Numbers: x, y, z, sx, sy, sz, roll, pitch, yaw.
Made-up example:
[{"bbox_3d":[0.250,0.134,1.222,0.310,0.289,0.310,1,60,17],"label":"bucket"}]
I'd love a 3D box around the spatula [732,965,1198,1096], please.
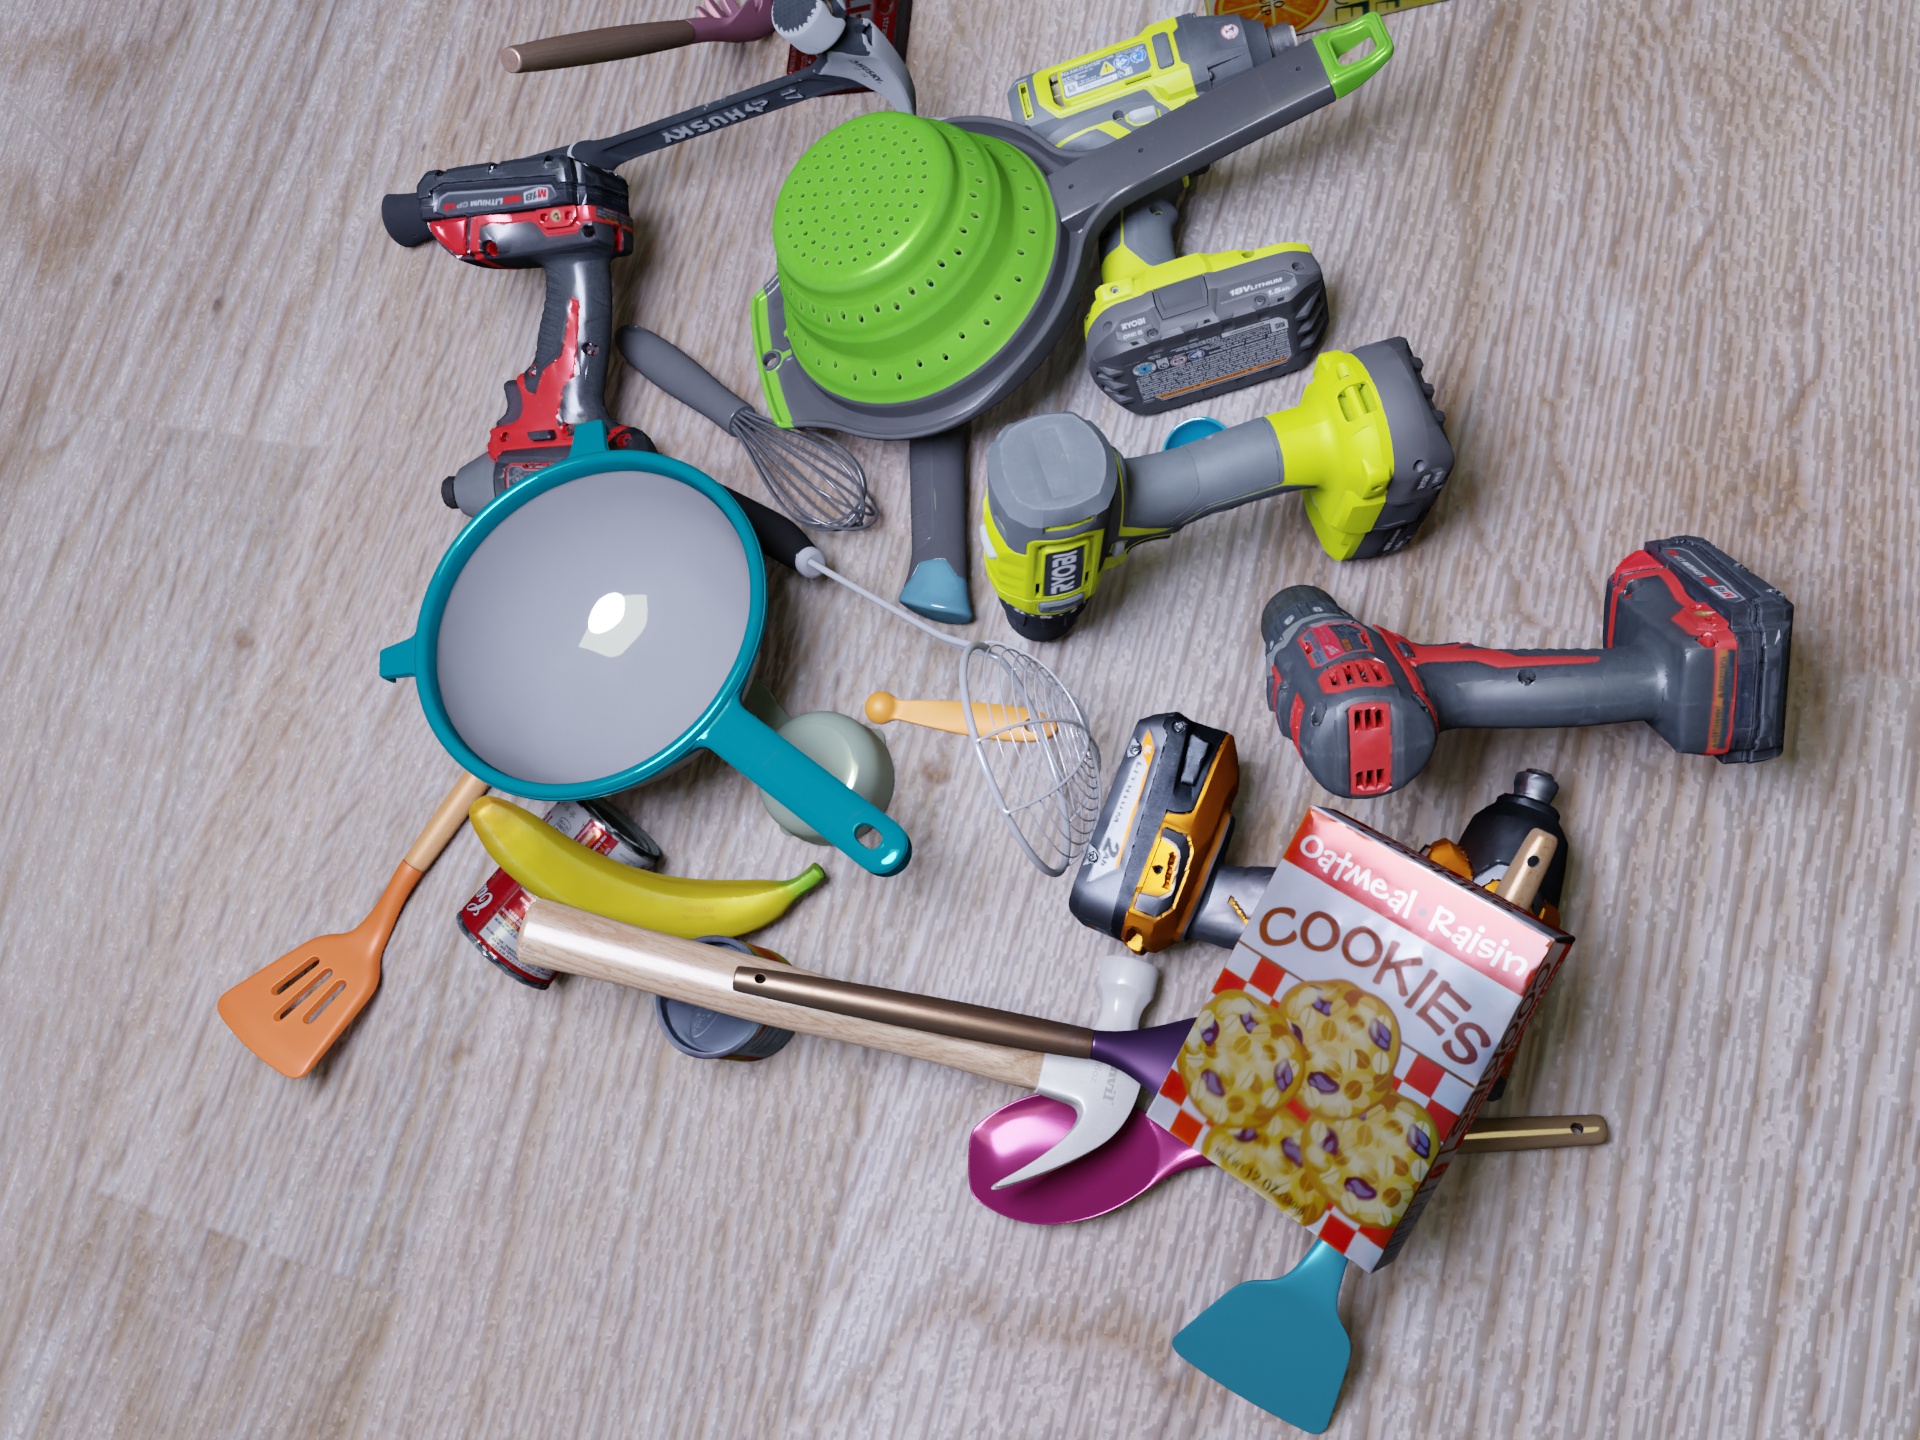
[{"bbox_3d":[0.040,0.161,0.800,0.316,0.018,0.060,11,64,2],"label":"spatula"}]

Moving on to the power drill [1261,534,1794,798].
[{"bbox_3d":[0.261,-0.033,0.784,0.226,0.188,0.080,-7,113,3],"label":"power drill"}]

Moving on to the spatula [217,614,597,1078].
[{"bbox_3d":[-0.324,0.067,0.970,0.081,0.041,0.322,33,85,22],"label":"spatula"}]

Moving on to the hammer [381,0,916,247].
[{"bbox_3d":[-0.213,-0.360,1.004,0.409,0.149,0.036,-6,81,30],"label":"hammer"}]

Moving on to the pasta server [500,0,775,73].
[{"bbox_3d":[-0.182,-0.420,0.958,0.060,0.316,0.040,-7,113,26],"label":"pasta server"}]

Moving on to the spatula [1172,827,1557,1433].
[{"bbox_3d":[0.199,0.192,0.744,0.082,0.044,0.317,27,98,14],"label":"spatula"}]

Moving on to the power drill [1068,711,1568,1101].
[{"bbox_3d":[0.187,0.074,0.806,0.226,0.084,0.164,20,81,15],"label":"power drill"}]

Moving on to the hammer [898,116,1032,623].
[{"bbox_3d":[-0.016,-0.217,0.964,0.128,0.033,0.331,-5,74,16],"label":"hammer"}]

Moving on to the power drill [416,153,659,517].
[{"bbox_3d":[-0.264,-0.226,0.986,0.143,0.078,0.219,-2,98,15],"label":"power drill"}]

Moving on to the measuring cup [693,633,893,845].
[{"bbox_3d":[-0.109,0.001,0.928,0.083,0.038,0.168,-45,70,1],"label":"measuring cup"}]

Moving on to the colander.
[{"bbox_3d":[0.035,-0.298,0.864,0.397,0.094,0.205,-22,64,18],"label":"colander"}]

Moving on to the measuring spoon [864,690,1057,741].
[{"bbox_3d":[-0.001,-0.003,0.913,0.117,0.011,0.021,7,78,17],"label":"measuring spoon"}]

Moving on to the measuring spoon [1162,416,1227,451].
[{"bbox_3d":[0.105,-0.124,0.917,0.128,0.021,0.042,-39,69,12],"label":"measuring spoon"}]

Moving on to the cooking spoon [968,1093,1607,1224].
[{"bbox_3d":[0.158,0.216,0.806,0.319,0.017,0.069,-7,61,14],"label":"cooking spoon"}]

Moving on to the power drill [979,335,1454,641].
[{"bbox_3d":[0.122,-0.110,0.833,0.228,0.190,0.080,-15,71,-3],"label":"power drill"}]

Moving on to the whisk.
[{"bbox_3d":[-0.139,-0.184,0.984,0.239,0.055,0.055,39,88,26],"label":"whisk"}]

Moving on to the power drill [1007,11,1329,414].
[{"bbox_3d":[0.130,-0.305,0.925,0.171,0.080,0.223,-15,69,12],"label":"power drill"}]

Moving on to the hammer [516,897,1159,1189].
[{"bbox_3d":[-0.069,0.152,0.827,0.331,0.031,0.130,14,69,3],"label":"hammer"}]

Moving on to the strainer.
[{"bbox_3d":[-0.149,-0.008,0.894,0.340,0.095,0.211,35,82,22],"label":"strainer"}]

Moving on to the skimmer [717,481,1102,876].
[{"bbox_3d":[-0.061,-0.041,0.894,0.364,0.127,0.090,32,86,33],"label":"skimmer"}]
